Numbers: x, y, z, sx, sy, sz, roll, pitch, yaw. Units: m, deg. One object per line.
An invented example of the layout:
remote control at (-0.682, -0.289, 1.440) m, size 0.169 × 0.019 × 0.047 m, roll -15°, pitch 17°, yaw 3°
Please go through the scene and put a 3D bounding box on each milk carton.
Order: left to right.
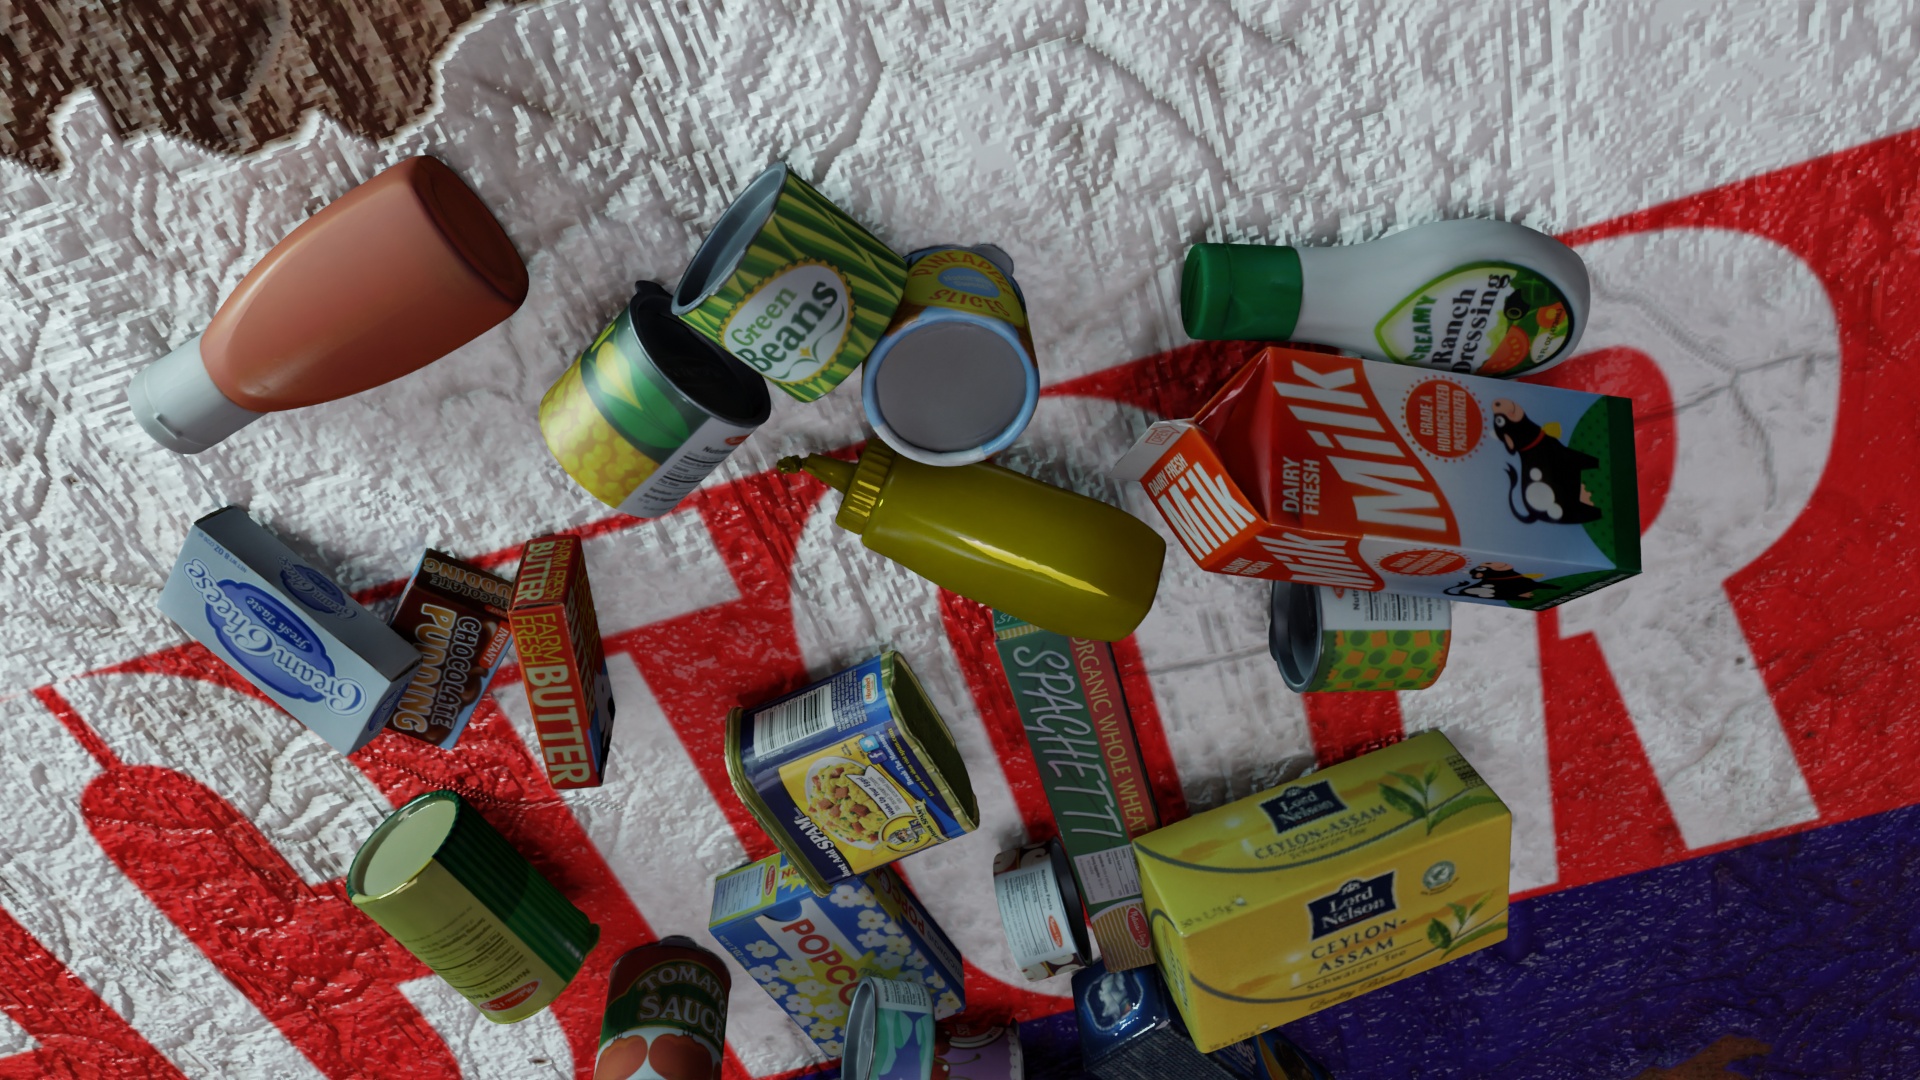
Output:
milk carton at (0.158, -0.024, 0.545) m, size 0.191 × 0.073 × 0.072 m, roll 7°, pitch 163°, yaw -7°

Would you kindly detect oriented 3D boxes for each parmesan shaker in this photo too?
parmesan shaker at (-0.234, 0.176, 0.674) m, size 0.071 × 0.071 × 0.102 m, roll -24°, pitch 122°, yaw 12°

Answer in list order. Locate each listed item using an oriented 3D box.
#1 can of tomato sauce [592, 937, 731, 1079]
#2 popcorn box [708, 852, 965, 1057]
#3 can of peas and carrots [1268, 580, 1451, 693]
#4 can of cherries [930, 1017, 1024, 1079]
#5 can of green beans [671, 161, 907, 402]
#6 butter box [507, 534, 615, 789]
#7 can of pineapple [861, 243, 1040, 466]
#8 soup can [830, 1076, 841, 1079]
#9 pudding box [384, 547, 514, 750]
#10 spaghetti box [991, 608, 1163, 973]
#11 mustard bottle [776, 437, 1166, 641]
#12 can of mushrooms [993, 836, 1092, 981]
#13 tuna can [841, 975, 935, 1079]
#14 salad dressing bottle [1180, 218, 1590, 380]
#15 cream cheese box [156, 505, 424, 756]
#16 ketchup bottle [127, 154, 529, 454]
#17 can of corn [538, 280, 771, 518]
can of tomato sauce at (-0.156, 0.265, 0.731) m, size 0.071 × 0.083 × 0.070 m, roll -2°, pitch 125°, yaw -3°
popcorn box at (-0.062, 0.213, 0.729) m, size 0.085 × 0.038 × 0.126 m, roll -23°, pitch 124°, yaw 13°
can of peas and carrots at (0.173, 0.034, 0.609) m, size 0.059 × 0.071 × 0.070 m, roll 0°, pitch 125°, yaw -5°
can of cherries at (0.000, 0.304, 0.784) m, size 0.058 × 0.072 × 0.071 m, roll 8°, pitch 124°, yaw -9°
can of green beans at (-0.061, -0.092, 0.501) m, size 0.058 × 0.071 × 0.071 m, roll 35°, pitch 115°, yaw -25°
butter box at (-0.171, 0.053, 0.601) m, size 0.024 × 0.053 × 0.103 m, roll -4°, pitch 125°, yaw -4°
can of pineapple at (-0.004, -0.071, 0.524) m, size 0.071 × 0.058 × 0.070 m, roll -2°, pitch 125°, yaw -3°
soup can at (-0.061, 0.361, 0.792) m, size 0.071 × 0.071 × 0.083 m, roll -14°, pitch 94°, yaw 5°
pudding box at (-0.228, 0.049, 0.607) m, size 0.049 × 0.030 × 0.083 m, roll 26°, pitch 119°, yaw -21°
spaghetti box at (0.069, 0.123, 0.683) m, size 0.050 × 0.029 × 0.248 m, roll -15°, pitch 125°, yaw 5°
mustard bottle at (0.002, -0.007, 0.568) m, size 0.160 × 0.049 × 0.065 m, roll 22°, pitch 156°, yaw -6°
can of mushrooms at (0.042, 0.187, 0.704) m, size 0.033 × 0.071 × 0.070 m, roll -18°, pitch 124°, yaw 8°
tuna can at (-0.037, 0.256, 0.694) m, size 0.033 × 0.071 × 0.070 m, roll 11°, pitch 123°, yaw -13°
salad dressing bottle at (0.160, -0.092, 0.531) m, size 0.148 × 0.044 × 0.064 m, roll 1°, pitch 132°, yaw -5°
cream cheese box at (-0.279, 0.038, 0.578) m, size 0.104 × 0.024 × 0.053 m, roll 39°, pitch 118°, yaw -1°
ketchup bottle at (-0.236, -0.079, 0.509) m, size 0.148 × 0.044 × 0.064 m, roll -26°, pitch 122°, yaw 13°
can of corn at (-0.117, -0.053, 0.525) m, size 0.071 × 0.071 × 0.058 m, roll 38°, pitch 115°, yaw -26°
